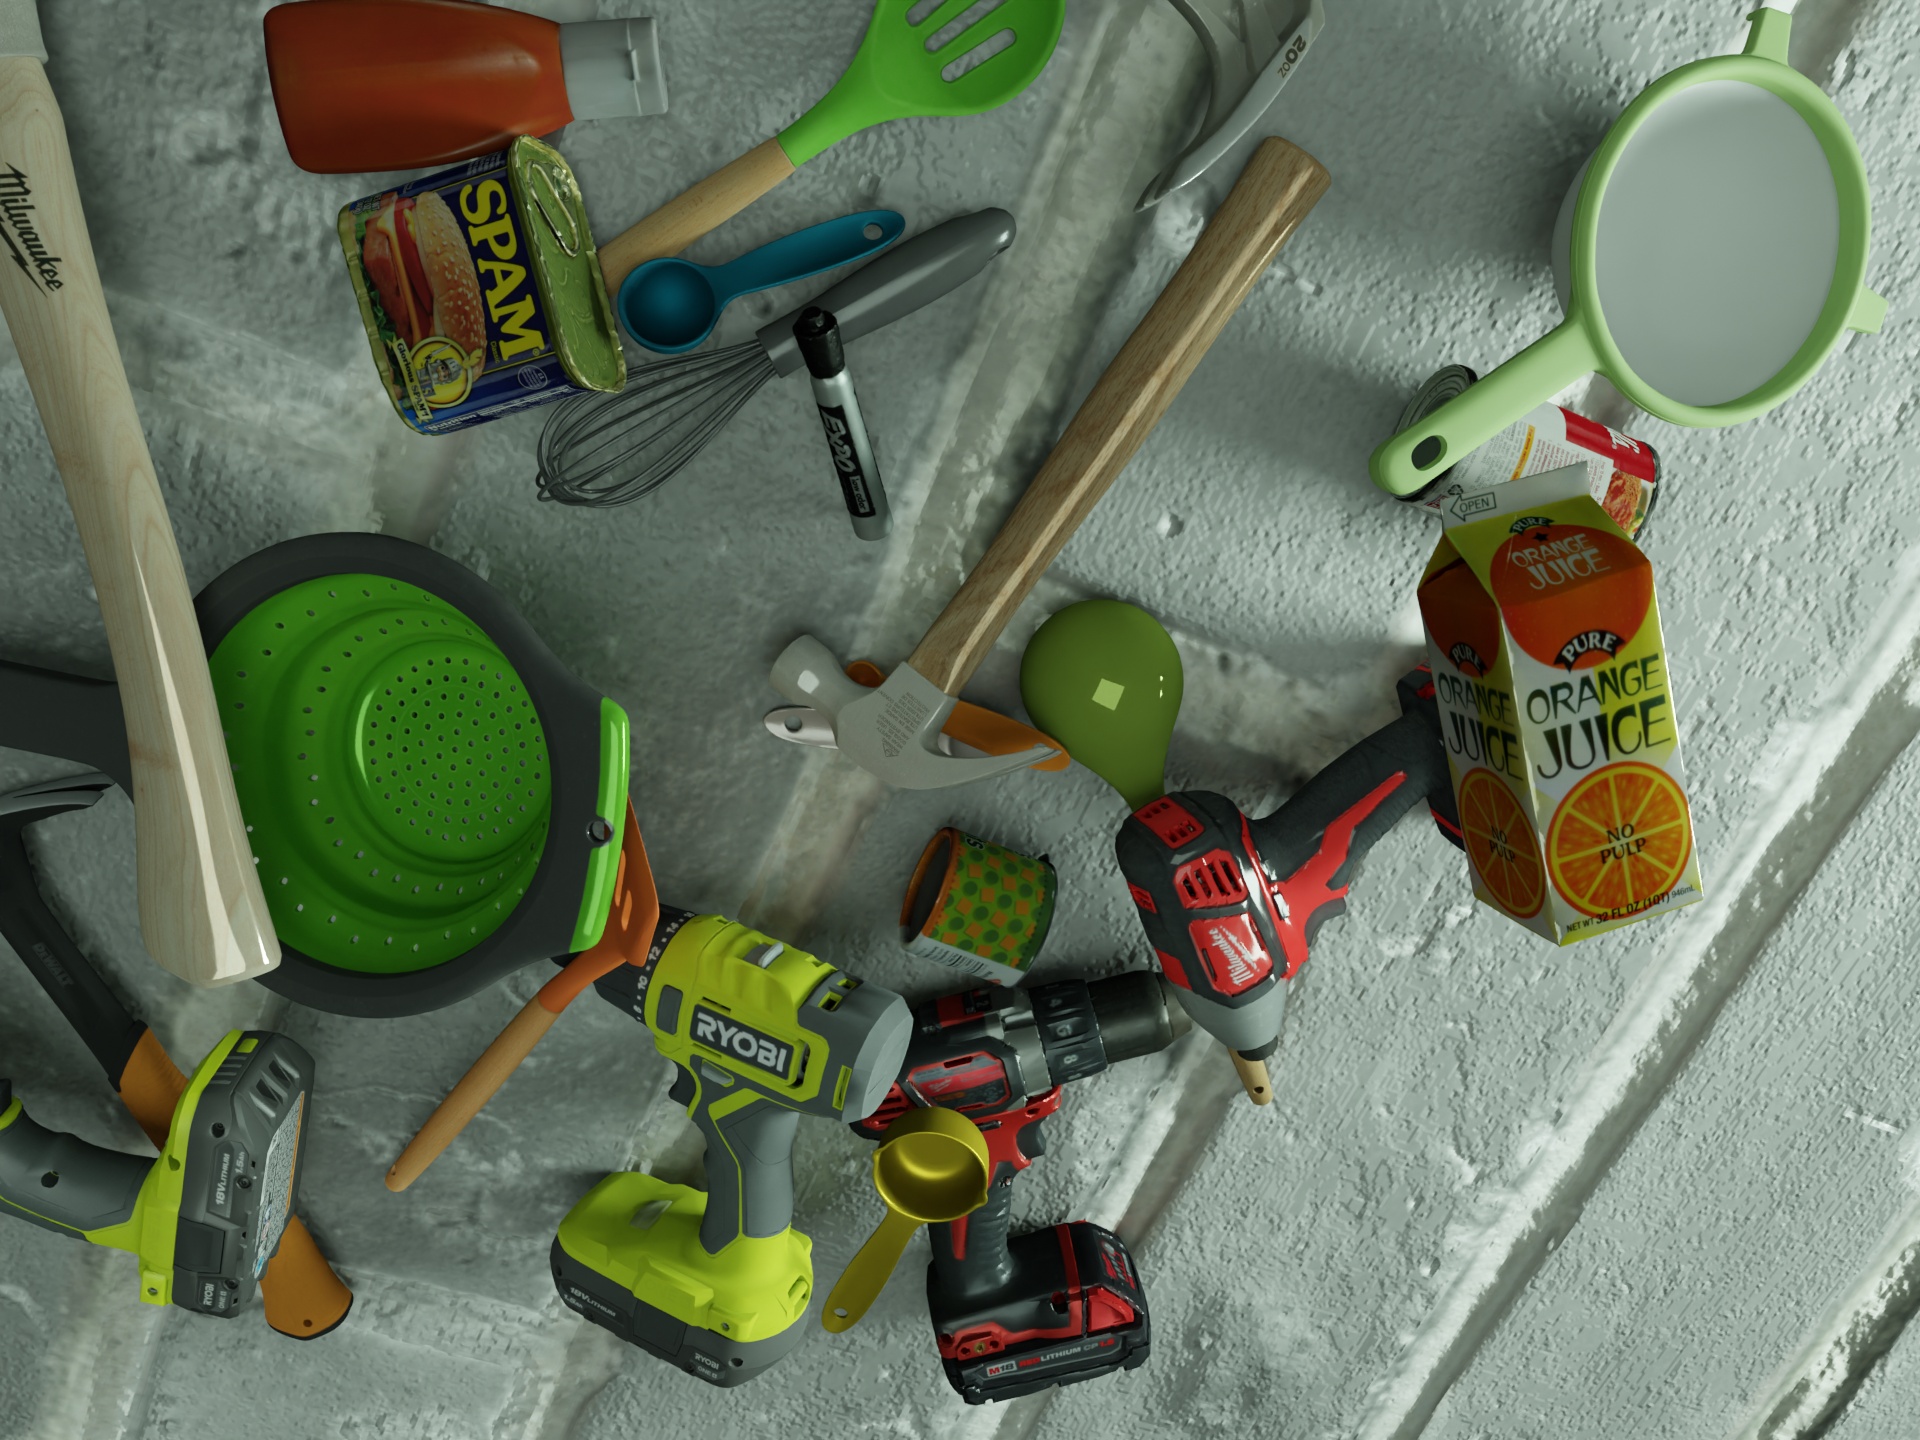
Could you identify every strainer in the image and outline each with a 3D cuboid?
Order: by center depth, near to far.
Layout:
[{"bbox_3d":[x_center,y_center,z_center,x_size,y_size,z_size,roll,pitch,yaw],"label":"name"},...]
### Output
[{"bbox_3d":[0.269,-0.175,0.687,0.256,0.069,0.151,-34,110,-6],"label":"strainer"}]

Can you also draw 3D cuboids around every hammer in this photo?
[{"bbox_3d":[-0.008,-0.363,0.592,0.359,0.037,0.149,39,76,-16],"label":"hammer"},{"bbox_3d":[-0.328,-0.096,0.630,0.146,0.038,0.410,-12,97,-1],"label":"hammer"},{"bbox_3d":[0.054,-0.109,0.710,0.130,0.031,0.331,38,100,15],"label":"hammer"},{"bbox_3d":[-0.398,0.184,0.802,0.127,0.034,0.336,-21,114,4],"label":"hammer"}]

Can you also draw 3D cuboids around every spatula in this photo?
[{"bbox_3d":[-0.215,0.145,0.761,0.041,0.081,0.322,10,134,-42],"label":"spatula"}]

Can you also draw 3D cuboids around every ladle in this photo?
[{"bbox_3d":[0.111,0.079,0.817,0.078,0.062,0.319,-21,120,6],"label":"ladle"}]

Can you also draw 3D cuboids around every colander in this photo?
[{"bbox_3d":[-0.323,0.004,0.713,0.397,0.094,0.204,11,99,8],"label":"colander"}]

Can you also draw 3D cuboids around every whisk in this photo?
[{"bbox_3d":[-0.081,-0.158,0.689,0.239,0.055,0.055,-29,113,1],"label":"whisk"}]

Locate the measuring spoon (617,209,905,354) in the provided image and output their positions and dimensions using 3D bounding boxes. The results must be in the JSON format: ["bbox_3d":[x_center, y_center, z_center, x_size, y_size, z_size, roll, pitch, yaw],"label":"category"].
[{"bbox_3d":[-0.083,-0.187,0.674,0.128,0.021,0.042,-23,79,-11],"label":"measuring spoon"}]

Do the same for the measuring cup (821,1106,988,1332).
[{"bbox_3d":[-0.035,0.255,0.810,0.062,0.029,0.156,25,118,-6],"label":"measuring cup"}]

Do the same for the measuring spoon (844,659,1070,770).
[{"bbox_3d":[-0.001,-0.002,0.758,0.117,0.011,0.021,22,114,9],"label":"measuring spoon"}]

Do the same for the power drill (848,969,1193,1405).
[{"bbox_3d":[0.046,0.241,0.855,0.188,0.080,0.226,-14,110,0],"label":"power drill"}]

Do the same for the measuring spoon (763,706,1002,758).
[{"bbox_3d":[-0.034,0.004,0.780,0.124,0.018,0.034,6,112,-1],"label":"measuring spoon"}]

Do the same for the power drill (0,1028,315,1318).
[{"bbox_3d":[-0.431,0.189,0.743,0.223,0.080,0.171,14,112,-7],"label":"power drill"}]

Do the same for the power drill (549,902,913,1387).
[{"bbox_3d":[-0.136,0.200,0.797,0.190,0.080,0.228,20,114,16],"label":"power drill"}]

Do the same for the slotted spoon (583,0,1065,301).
[{"bbox_3d":[-0.096,-0.226,0.667,0.314,0.031,0.070,-31,113,9],"label":"slotted spoon"}]

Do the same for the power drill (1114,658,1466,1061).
[{"bbox_3d":[0.191,0.067,0.768,0.219,0.079,0.143,-28,114,-9],"label":"power drill"}]
